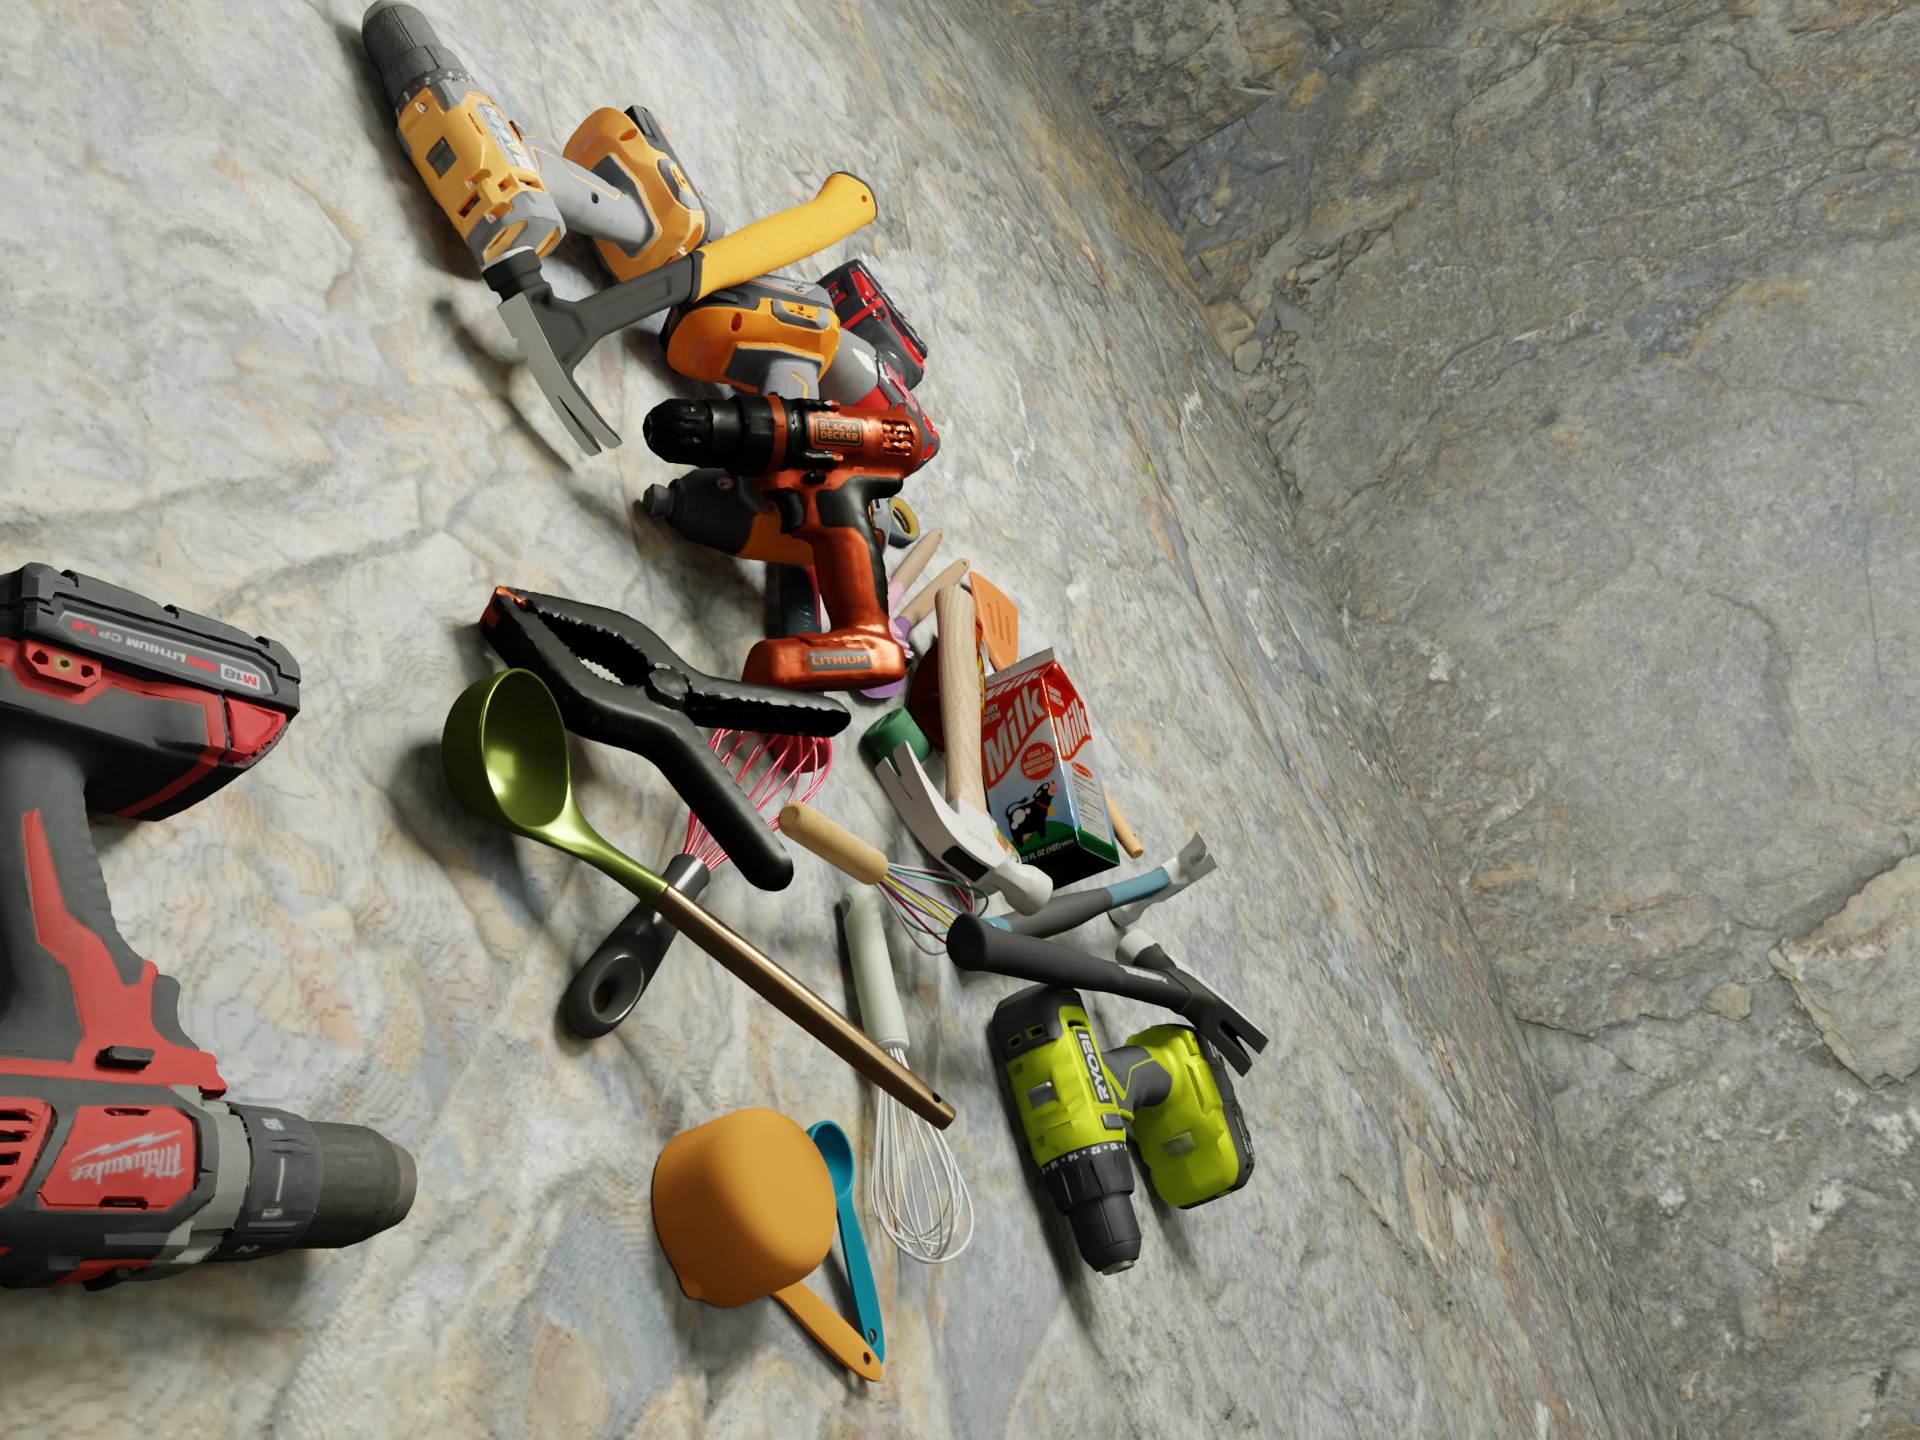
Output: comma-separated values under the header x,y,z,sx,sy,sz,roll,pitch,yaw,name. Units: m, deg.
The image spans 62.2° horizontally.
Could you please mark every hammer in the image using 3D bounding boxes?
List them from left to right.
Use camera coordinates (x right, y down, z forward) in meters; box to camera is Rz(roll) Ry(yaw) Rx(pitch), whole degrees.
x,y,z,sx,sy,sz,roll,pitch,yaw,name
-0.159,-0.294,1.056,0.337,0.034,0.127,-42,112,-43,hammer
-0.108,-0.111,1.154,0.143,0.038,0.387,42,30,-41,hammer
-0.002,-0.004,1.144,0.130,0.031,0.332,36,26,-24,hammer
0.099,0.144,1.233,0.331,0.128,0.033,-6,63,-57,hammer
0.097,0.177,1.093,0.146,0.035,0.334,39,9,36,hammer

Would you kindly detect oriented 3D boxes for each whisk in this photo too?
x,y,z,sx,sy,sz,roll,pitch,yaw,name
-0.140,0.070,0.865,0.073,0.073,0.296,54,31,-17,whisk
-0.040,0.201,0.938,0.059,0.057,0.247,7,48,-27,whisk
-0.041,0.098,0.973,0.244,0.051,0.047,42,28,-57,whisk

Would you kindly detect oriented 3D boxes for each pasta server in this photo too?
x,y,z,sx,sy,sz,roll,pitch,yaw,name
-0.040,-0.113,1.276,0.316,0.040,0.060,-65,140,-68,pasta server

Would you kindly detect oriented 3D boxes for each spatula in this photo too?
x,y,z,sx,sy,sz,roll,pitch,yaw,name
-0.038,-0.084,1.292,0.059,0.018,0.316,49,25,-7,spatula
0.081,-0.006,1.369,0.081,0.041,0.323,33,19,-49,spatula

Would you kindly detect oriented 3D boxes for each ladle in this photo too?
x,y,z,sx,sy,sz,roll,pitch,yaw,name
-0.120,0.094,0.777,0.320,0.062,0.078,40,28,-8,ladle

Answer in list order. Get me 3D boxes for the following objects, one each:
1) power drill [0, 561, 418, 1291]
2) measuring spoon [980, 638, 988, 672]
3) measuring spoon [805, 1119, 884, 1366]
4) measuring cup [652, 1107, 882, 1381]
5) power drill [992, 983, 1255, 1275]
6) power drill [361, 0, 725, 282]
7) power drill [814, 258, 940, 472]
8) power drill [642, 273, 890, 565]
x,y,z,sx,sy,sz,roll,pitch,yaw,name
-0.275,0.078,0.548,0.187,0.080,0.227,27,44,-54,power drill
0.004,-0.028,1.328,0.124,0.018,0.034,-75,149,-50,measuring spoon
-0.065,0.278,0.842,0.042,0.021,0.129,4,70,-64,measuring spoon
-0.075,0.263,0.781,0.173,0.052,0.095,51,25,-19,measuring cup
0.121,0.291,1.133,0.228,0.080,0.191,21,44,-53,power drill
-0.277,-0.375,1.048,0.185,0.084,0.226,58,27,8,power drill
-0.083,-0.295,1.309,0.143,0.078,0.220,49,15,-27,power drill
-0.146,-0.206,1.096,0.164,0.084,0.227,3,57,-28,power drill
